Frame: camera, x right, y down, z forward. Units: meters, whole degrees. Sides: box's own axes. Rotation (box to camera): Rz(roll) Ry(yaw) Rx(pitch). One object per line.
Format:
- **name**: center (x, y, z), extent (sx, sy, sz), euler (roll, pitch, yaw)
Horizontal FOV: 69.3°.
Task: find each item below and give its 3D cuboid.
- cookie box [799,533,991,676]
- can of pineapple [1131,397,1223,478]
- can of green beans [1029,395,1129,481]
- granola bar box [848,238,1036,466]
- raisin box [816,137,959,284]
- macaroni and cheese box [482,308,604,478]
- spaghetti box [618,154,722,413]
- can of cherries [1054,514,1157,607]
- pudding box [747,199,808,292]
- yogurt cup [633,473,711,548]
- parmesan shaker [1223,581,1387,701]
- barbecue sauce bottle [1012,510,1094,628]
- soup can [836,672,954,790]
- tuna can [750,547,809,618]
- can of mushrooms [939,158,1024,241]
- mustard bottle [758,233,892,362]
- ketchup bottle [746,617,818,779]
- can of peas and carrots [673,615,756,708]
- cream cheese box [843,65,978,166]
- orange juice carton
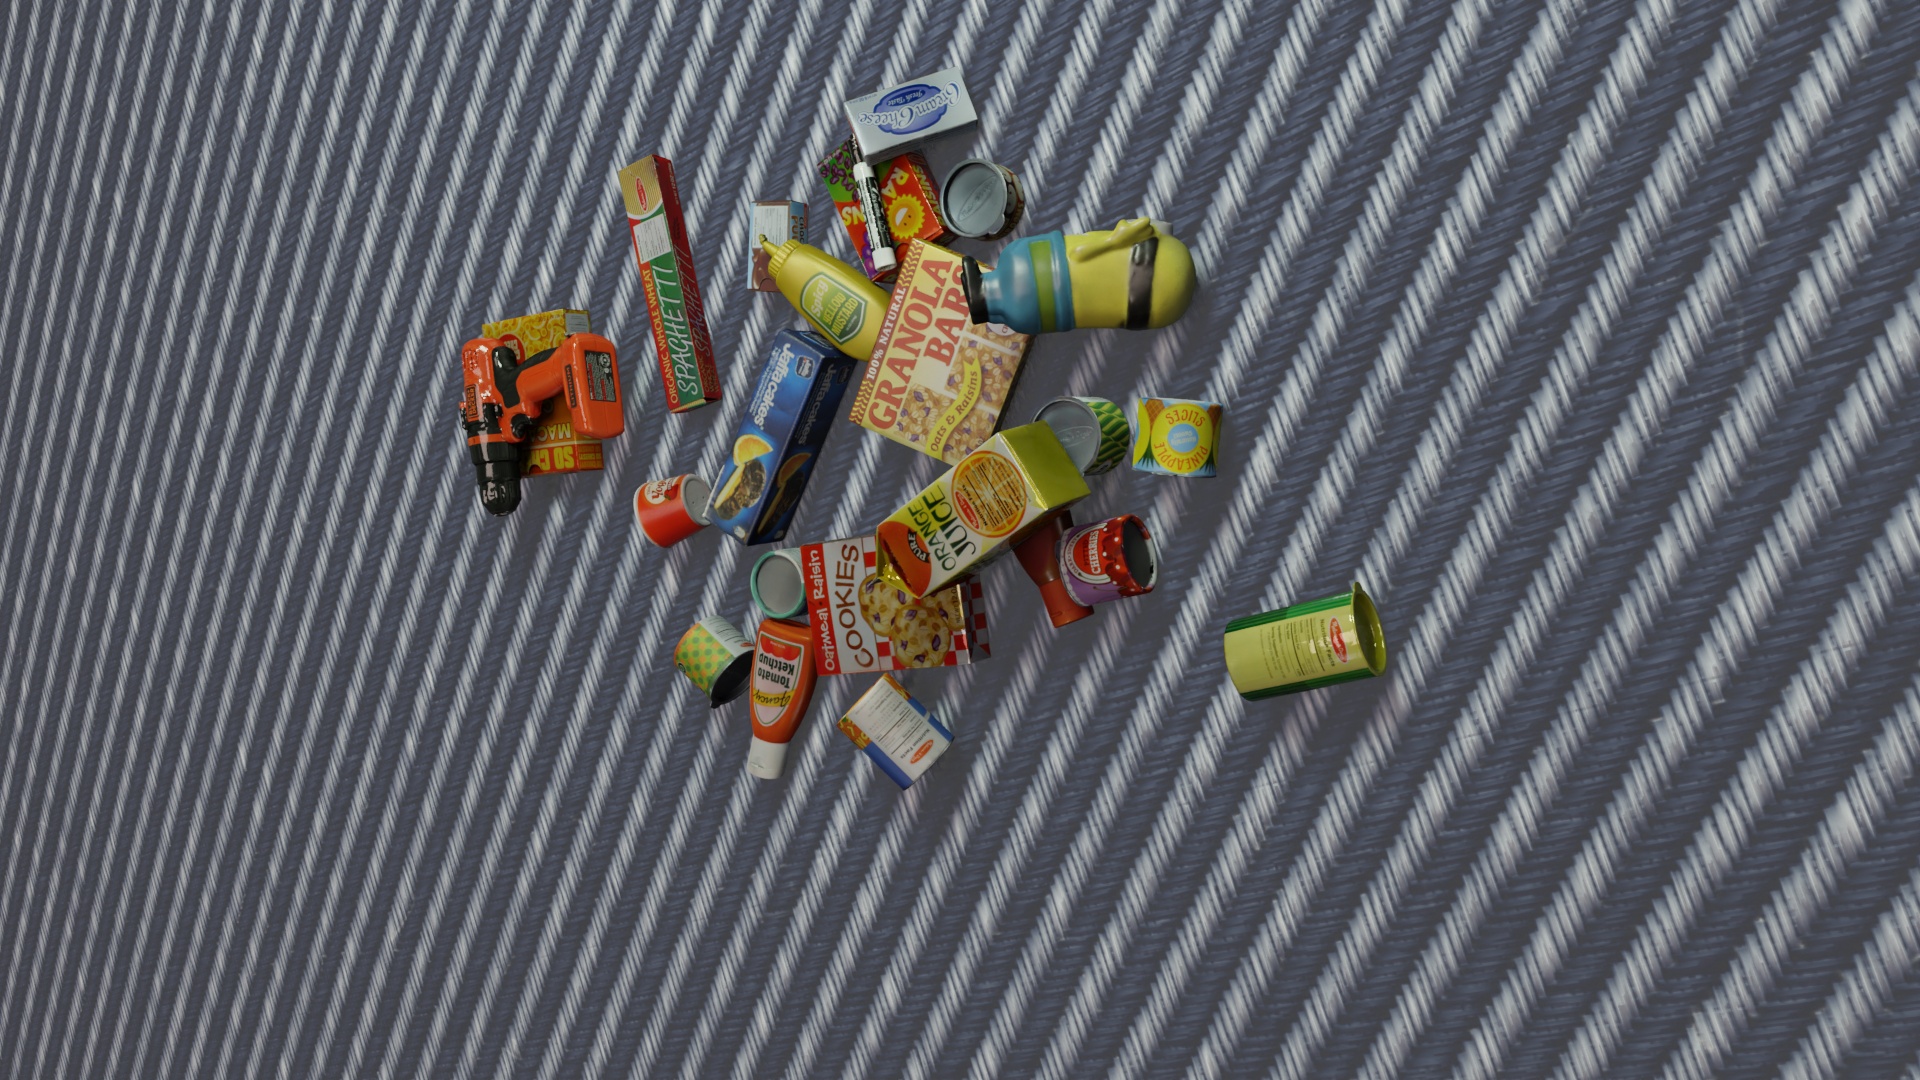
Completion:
- **cookie box**: center (-0.061, 0.054, 1.245), extent (0.167, 0.040, 0.123), euler (-8, 90, 31)
- **can of pineapple**: center (0.169, -0.080, 1.081), extent (0.071, 0.071, 0.057), euler (9, 99, 30)
- **can of green beans**: center (0.096, -0.084, 1.130), extent (0.071, 0.058, 0.071), euler (3, 96, 31)
- **granola bar box**: center (-0.009, -0.157, 1.179), extent (0.124, 0.039, 0.165), euler (24, 106, 8)
- **raisin box**: center (-0.063, -0.300, 1.219), extent (0.086, 0.040, 0.123), euler (-30, 79, 28)
- **macaroni and cheese box**: center (-0.438, -0.151, 1.454), extent (0.123, 0.040, 0.166), euler (-4, 92, 31)
- **spaghetti box**: center (-0.285, -0.249, 1.361), extent (0.050, 0.029, 0.250), euler (-15, 86, 31)
- **can of cherries**: center (0.118, 0.016, 1.117), extent (0.058, 0.071, 0.071), euler (-14, 87, 31)
- **pudding box**: center (-0.170, -0.272, 1.290), extent (0.049, 0.030, 0.083), euler (6, 97, 29)
- **yogurt cup**: center (-0.276, -0.032, 1.354), extent (0.054, 0.072, 0.072), euler (-18, 85, 23)
- **parmesan shaker**: center (0.258, 0.077, 1.043), extent (0.103, 0.071, 0.071), euler (-17, 86, 32)
- **barbecue sauce bottle**: center (0.069, -0.002, 1.161), extent (0.064, 0.044, 0.148), euler (-26, 81, 44)
- **soup can**: center (-0.058, 0.168, 1.226), extent (0.084, 0.071, 0.071), euler (44, 115, 0)
- **tuna can**: center (-0.164, 0.042, 1.310), extent (0.071, 0.033, 0.071), euler (3, 95, 30)
- **can of mushrooms**: center (0.020, -0.285, 1.174), extent (0.071, 0.033, 0.071), euler (2, 95, 30)
- **mustard bottle**: center (-0.123, -0.224, 1.240), extent (0.160, 0.049, 0.065), euler (38, 113, 10)
- **ketchup bottle**: center (-0.172, 0.151, 1.317), extent (0.065, 0.043, 0.148), euler (17, 103, 23)
- **can of peas and carrots**: center (-0.234, 0.117, 1.338), extent (0.059, 0.071, 0.070), euler (39, 112, 23)
- **cream cheese box**: center (-0.042, -0.360, 1.179), extent (0.104, 0.024, 0.053), euler (-20, 83, -6)
- **orange juice carton**: center (0.004, -0.014, 1.124), extent (0.192, 0.072, 0.073), euler (-36, 80, 35)
